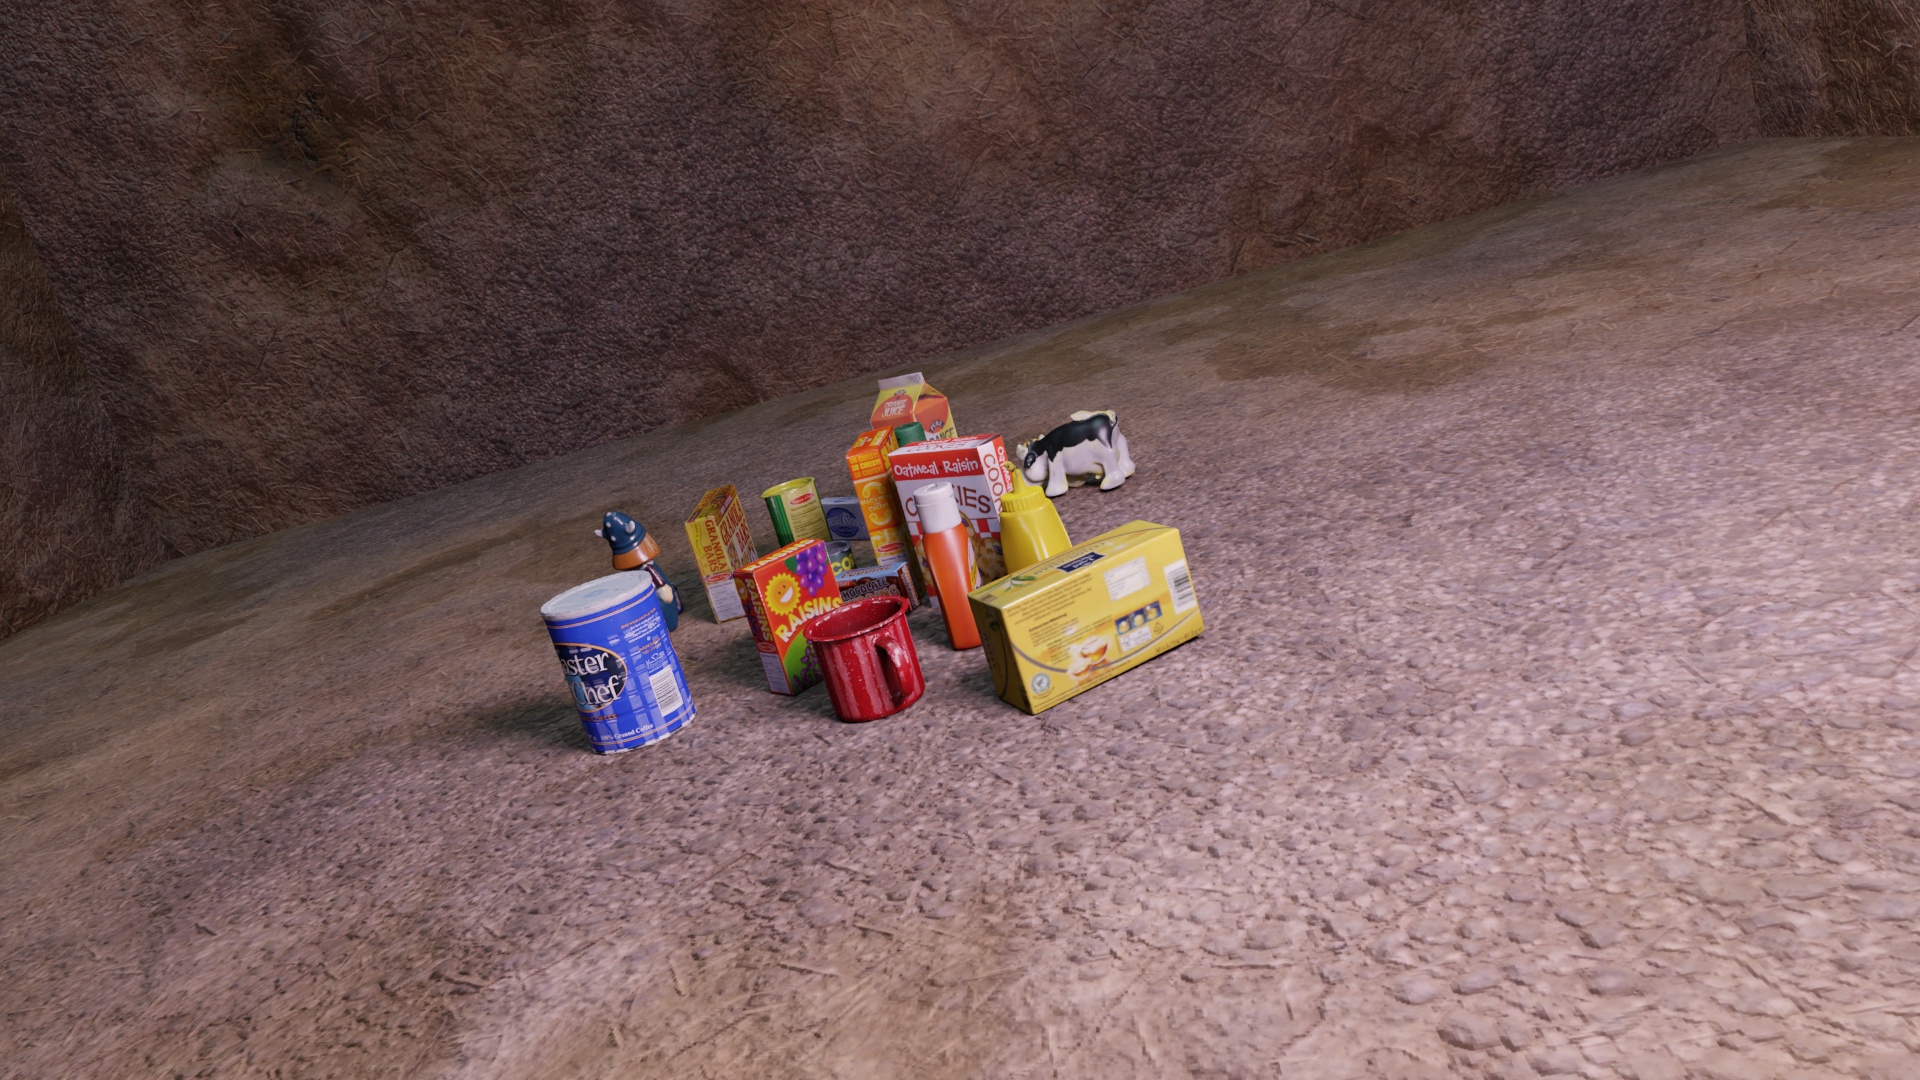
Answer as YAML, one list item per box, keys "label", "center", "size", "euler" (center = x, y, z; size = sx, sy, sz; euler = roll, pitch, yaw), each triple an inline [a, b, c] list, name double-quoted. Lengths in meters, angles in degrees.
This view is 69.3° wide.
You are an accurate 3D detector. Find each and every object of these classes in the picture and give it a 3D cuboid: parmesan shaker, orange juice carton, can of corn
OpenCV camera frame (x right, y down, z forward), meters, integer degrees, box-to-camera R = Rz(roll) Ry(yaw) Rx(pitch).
- label: "parmesan shaker"
  center: [-0.200, -0.018, 1.711]
  size: [0.071, 0.102, 0.071]
  euler: [-15, 14, 4]
- label: "orange juice carton"
  center: [-0.050, -0.112, 1.725]
  size: [0.071, 0.192, 0.073]
  euler: [-5, 18, 38]
- label: "can of corn"
  center: [-0.143, 0.038, 1.532]
  size: [0.071, 0.058, 0.071]
  euler: [-15, 14, 4]

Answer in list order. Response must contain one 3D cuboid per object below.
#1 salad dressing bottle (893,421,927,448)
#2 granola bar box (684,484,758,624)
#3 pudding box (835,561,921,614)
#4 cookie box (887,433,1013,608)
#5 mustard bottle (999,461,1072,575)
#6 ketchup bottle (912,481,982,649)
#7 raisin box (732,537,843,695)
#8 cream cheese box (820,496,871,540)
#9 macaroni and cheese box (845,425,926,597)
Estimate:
- label: "salad dressing bottle"
  center: [-0.044, -0.065, 1.633]
  size: [0.044, 0.147, 0.064]
  euler: [-23, 16, -26]
- label: "granola bar box"
  center: [-0.277, 0.013, 1.634]
  size: [0.039, 0.124, 0.166]
  euler: [-15, 14, 2]
- label: "pudding box"
  center: [-0.088, 0.053, 1.436]
  size: [0.083, 0.049, 0.030]
  euler: [-8, 16, 27]
- label: "cookie box"
  center: [0.005, -0.017, 1.364]
  size: [0.123, 0.167, 0.040]
  euler: [-2, 19, 43]
- label: "mustard bottle"
  center: [0.068, 0.003, 1.236]
  size: [0.065, 0.159, 0.049]
  euler: [-1, 21, 46]
- label: "ketchup bottle"
  center: [-0.008, 0.022, 1.269]
  size: [0.043, 0.148, 0.065]
  euler: [-14, 14, 9]
- label: "raisin box"
  center: [-0.152, 0.070, 1.292]
  size: [0.086, 0.123, 0.040]
  euler: [-27, 18, -37]
- label: "cream cheese box"
  center: [-0.145, -0.028, 1.790]
  size: [0.024, 0.053, 0.103]
  euler: [-28, 18, -39]
- label: "macaroni and cheese box"
  center: [-0.074, -0.031, 1.499]
  size: [0.040, 0.166, 0.124]
  euler: [-14, 14, 8]
